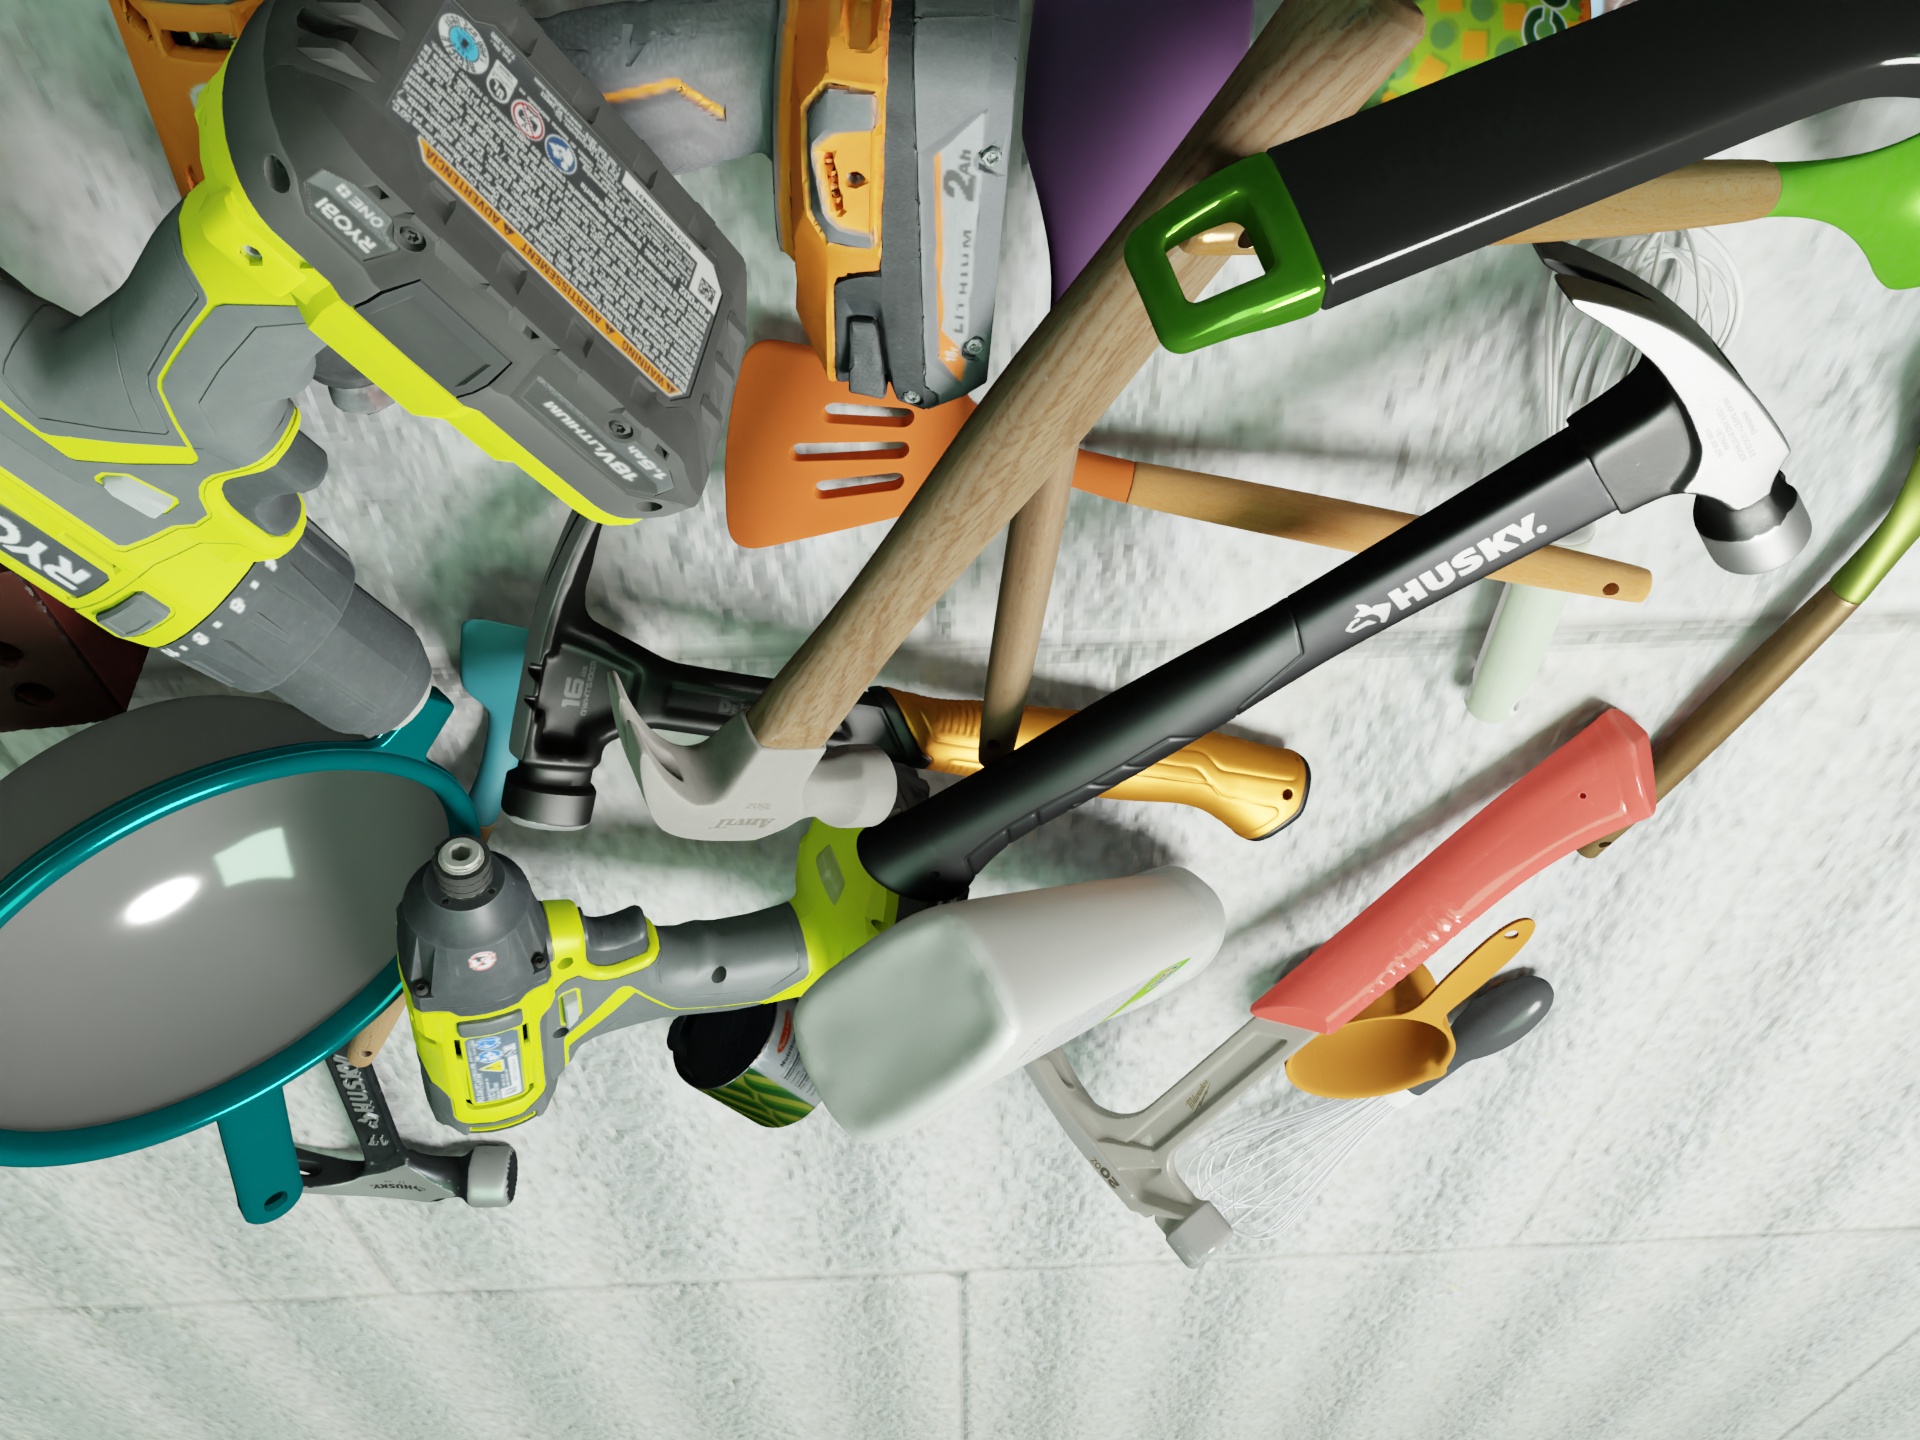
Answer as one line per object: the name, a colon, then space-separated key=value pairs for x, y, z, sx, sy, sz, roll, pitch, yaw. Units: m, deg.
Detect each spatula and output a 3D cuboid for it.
spatula: x=-0.220 y=0.065 z=0.692 sx=0.082 sy=0.044 sz=0.317 roll=16 pitch=128 yaw=-26
spatula: x=0.034 y=-0.102 z=0.498 sx=0.060 sy=0.018 sz=0.315 roll=16 pitch=131 yaw=7
spatula: x=0.082 y=-0.072 z=0.549 sx=0.322 sy=0.041 sz=0.081 roll=11 pitch=129 yaw=-1

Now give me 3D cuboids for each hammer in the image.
hammer: x=0.180 y=0.116 z=0.770 sx=0.359 sy=0.149 sz=0.036 roll=-49 pitch=162 yaw=29
hammer: x=0.100 y=-0.026 z=0.536 sx=0.335 sy=0.035 sz=0.146 roll=-31 pitch=132 yaw=23
hammer: x=0.004 y=-0.069 z=0.458 sx=0.130 sy=0.031 sz=0.331 roll=0 pitch=142 yaw=-45
hammer: x=-0.001 y=-0.002 z=0.628 sx=0.336 sy=0.034 sz=0.127 roll=9 pitch=101 yaw=-25
hammer: x=-0.326 y=0.150 z=0.811 sx=0.149 sy=0.036 sz=0.408 roll=2 pitch=139 yaw=-5

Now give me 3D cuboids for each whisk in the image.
whisk: x=0.219 y=-0.078 z=0.576 sx=0.059 sy=0.058 sz=0.246 roll=25 pitch=148 yaw=20
whisk: x=0.232 y=0.228 z=0.925 sx=0.070 sy=0.070 sz=0.284 roll=23 pitch=129 yaw=-27

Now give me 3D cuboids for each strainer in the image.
strainer: x=-0.311 y=0.101 z=0.644 sx=0.211 sy=0.095 sz=0.340 roll=-28 pitch=154 yaw=-34

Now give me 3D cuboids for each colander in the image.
colander: x=0.229 y=-0.161 z=0.377 sx=0.397 sy=0.204 sz=0.094 roll=-21 pitch=169 yaw=3

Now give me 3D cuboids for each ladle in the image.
ladle: x=0.340 y=-0.025 z=0.633 sx=0.078 sy=0.062 sz=0.320 roll=7 pitch=141 yaw=-14

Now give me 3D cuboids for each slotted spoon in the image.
slotted spoon: x=0.196 y=-0.140 z=0.430 sx=0.313 sy=0.031 sz=0.070 roll=-10 pitch=137 yaw=-21

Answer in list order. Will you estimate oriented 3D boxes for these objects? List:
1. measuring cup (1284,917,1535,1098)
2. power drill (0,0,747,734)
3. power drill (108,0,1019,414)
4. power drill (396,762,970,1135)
measuring cup: x=0.228 y=0.131 z=0.812 sx=0.095 sy=0.052 sz=0.173 roll=15 pitch=135 yaw=-20
power drill: x=-0.170 y=-0.077 z=0.422 sx=0.228 sy=0.080 sz=0.190 roll=-17 pitch=137 yaw=32
power drill: x=-0.102 y=-0.147 z=0.444 sx=0.226 sy=0.084 sz=0.164 roll=3 pitch=142 yaw=-2
power drill: x=-0.117 y=0.089 z=0.665 sx=0.223 sy=0.080 sz=0.171 roll=-11 pitch=142 yaw=-20
